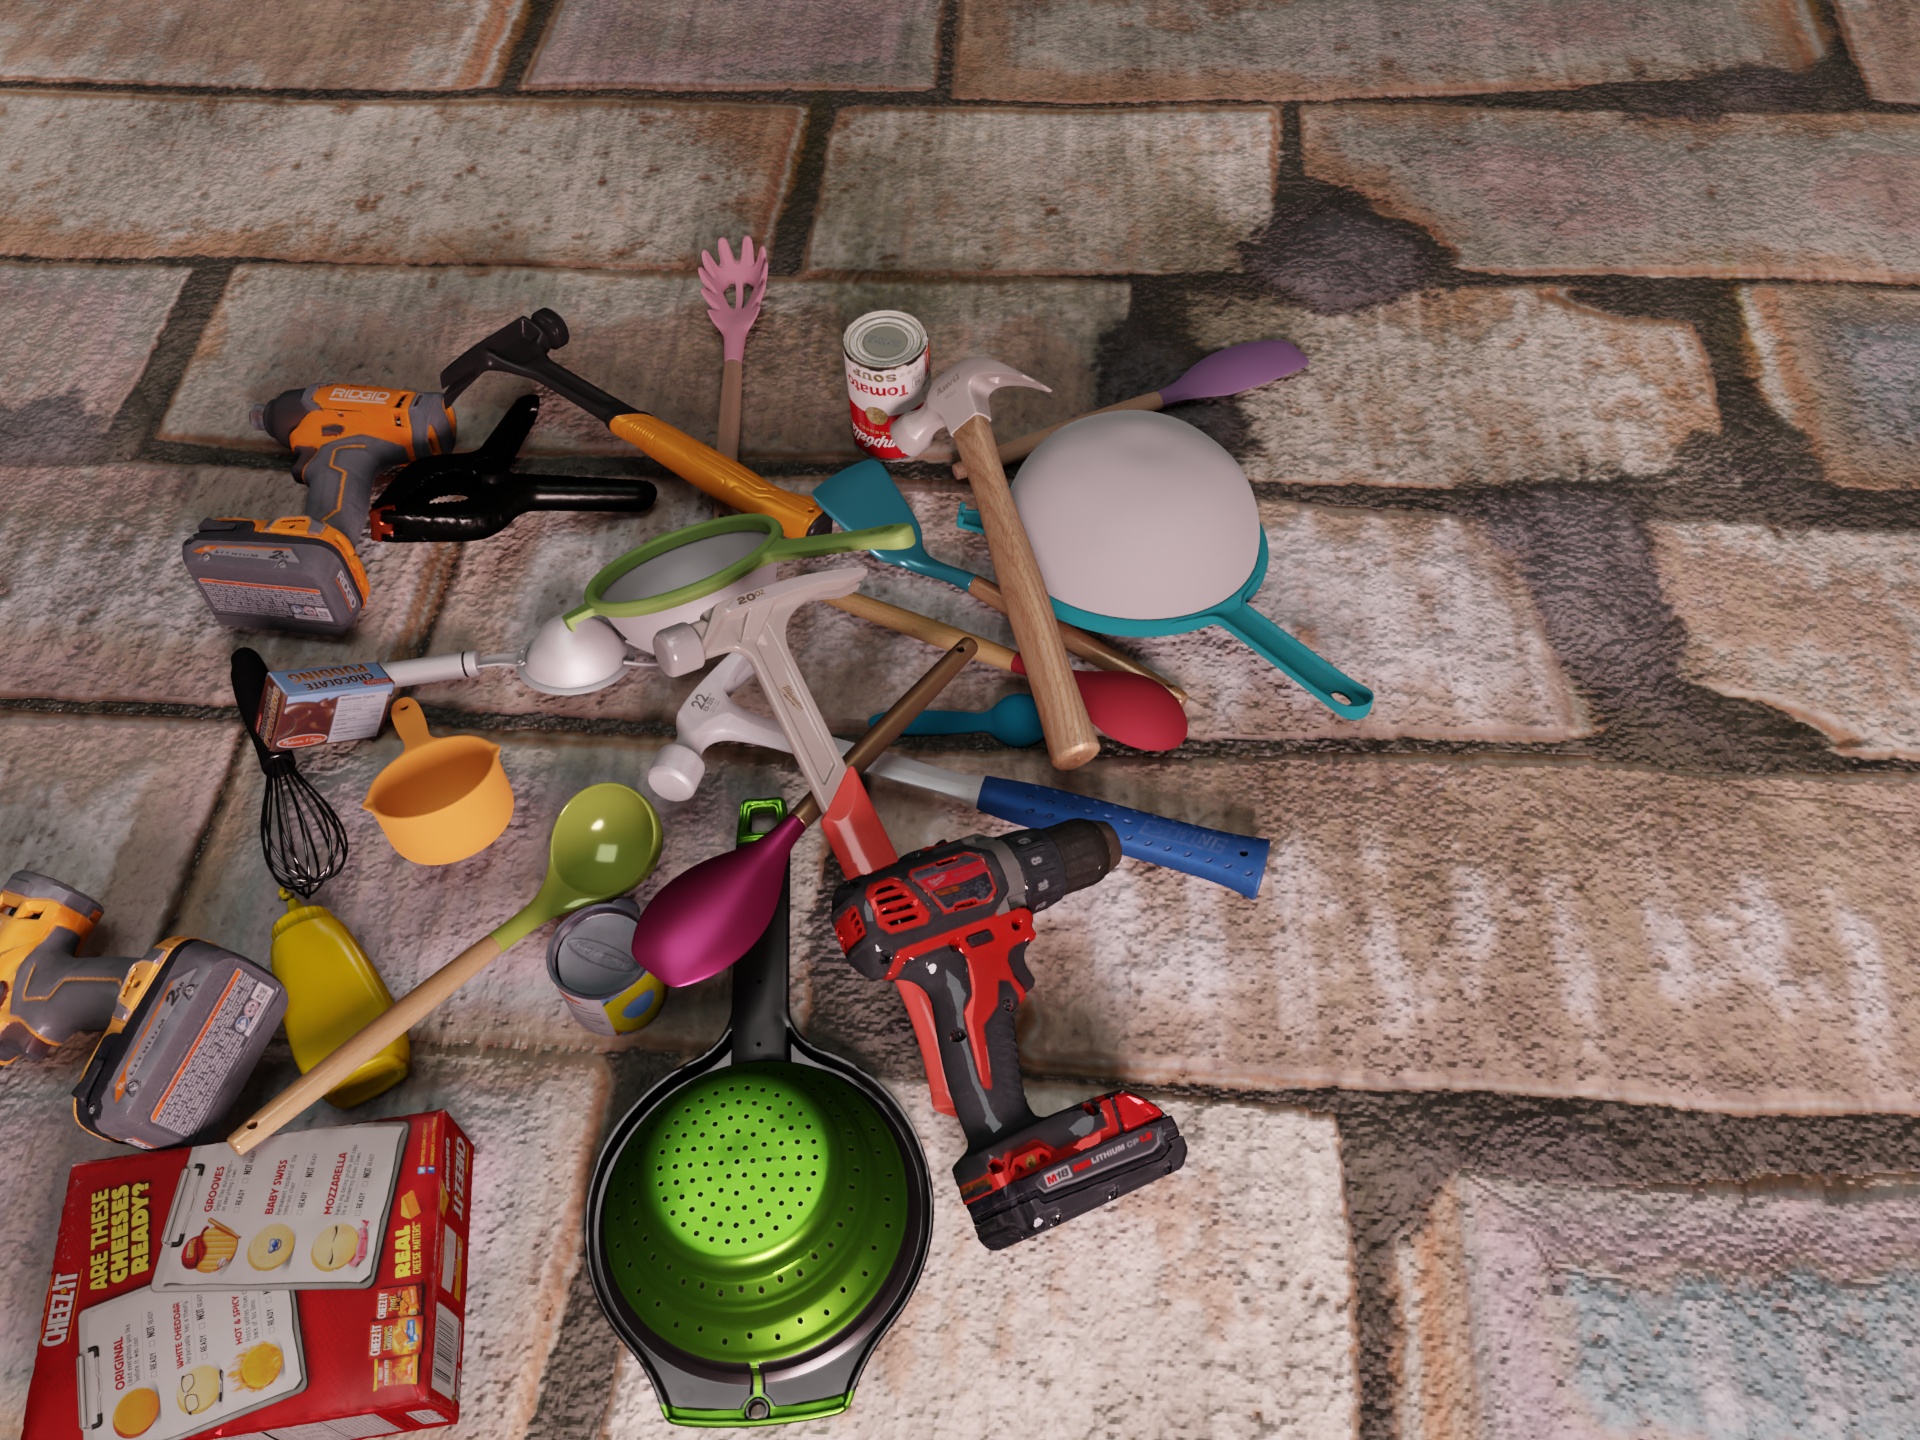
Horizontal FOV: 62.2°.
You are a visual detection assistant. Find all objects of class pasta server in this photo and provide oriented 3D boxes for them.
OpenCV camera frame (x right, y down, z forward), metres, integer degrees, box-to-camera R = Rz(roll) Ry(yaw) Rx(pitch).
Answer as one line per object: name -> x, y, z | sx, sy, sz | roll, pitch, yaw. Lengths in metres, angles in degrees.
pasta server -> -0.191, -0.280, 1.313 | 0.060, 0.040, 0.317 | -3, 56, 2

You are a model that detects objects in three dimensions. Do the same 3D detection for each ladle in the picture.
ladle -> 0.018, -0.050, 1.141 | 0.315, 0.031, 0.069 | 21, 41, 23
ladle -> -0.309, 0.146, 0.976 | 0.078, 0.062, 0.320 | 32, 50, 22

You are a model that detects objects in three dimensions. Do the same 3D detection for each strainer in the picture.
strainer -> -0.348, -0.043, 1.157 | 0.258, 0.050, 0.087 | -8, 40, 1
strainer -> -0.142, -0.094, 1.132 | 0.256, 0.069, 0.151 | -5, 28, 24
strainer -> 0.167, -0.128, 1.130 | 0.211, 0.095, 0.341 | -28, 53, -27

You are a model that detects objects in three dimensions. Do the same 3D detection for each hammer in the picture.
hammer -> 0.038, -0.118, 1.114 | 0.031, 0.130, 0.332 | 14, 51, -45
hammer -> 0.005, 0.040, 1.068 | 0.405, 0.035, 0.144 | 15, 51, 8
hammer -> -0.053, 0.076, 0.990 | 0.149, 0.036, 0.359 | -21, 77, -26
hammer -> -0.244, -0.218, 1.239 | 0.337, 0.034, 0.127 | 31, 52, 16

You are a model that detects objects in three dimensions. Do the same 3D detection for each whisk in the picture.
whisk -> -0.476, 0.029, 1.108 | 0.055, 0.055, 0.239 | -25, 54, -14

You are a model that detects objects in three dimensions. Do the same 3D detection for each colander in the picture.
colander -> -0.124, 0.198, 0.943 | 0.204, 0.094, 0.398 | -4, 55, 0

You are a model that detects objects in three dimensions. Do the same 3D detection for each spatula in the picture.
spatula -> 0.032, -0.097, 1.172 | 0.318, 0.044, 0.082 | 31, 41, 20
spatula -> 0.137, -0.254, 1.292 | 0.316, 0.018, 0.060 | -22, 48, -13

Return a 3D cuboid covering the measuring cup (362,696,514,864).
measuring cup -> -0.364, 0.039, 1.100 | 0.095, 0.052, 0.174 | -26, 35, -16

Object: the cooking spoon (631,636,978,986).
cooking spoon -> -0.089, 0.048, 1.021 | 0.069, 0.017, 0.319 | 34, 60, 17

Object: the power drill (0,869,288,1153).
power drill -> -0.542, 0.197, 0.959 | 0.226, 0.084, 0.185 | 10, 63, 25

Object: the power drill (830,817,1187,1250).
power drill -> 0.046, 0.168, 0.926 | 0.188, 0.080, 0.227 | -16, 71, -27

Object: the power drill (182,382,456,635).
power drill -> -0.506, -0.176, 1.233 | 0.164, 0.084, 0.227 | 6, 51, 7

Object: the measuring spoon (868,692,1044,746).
measuring spoon -> -0.002, -0.004, 1.122 | 0.128, 0.021, 0.042 | -1, 55, 2
